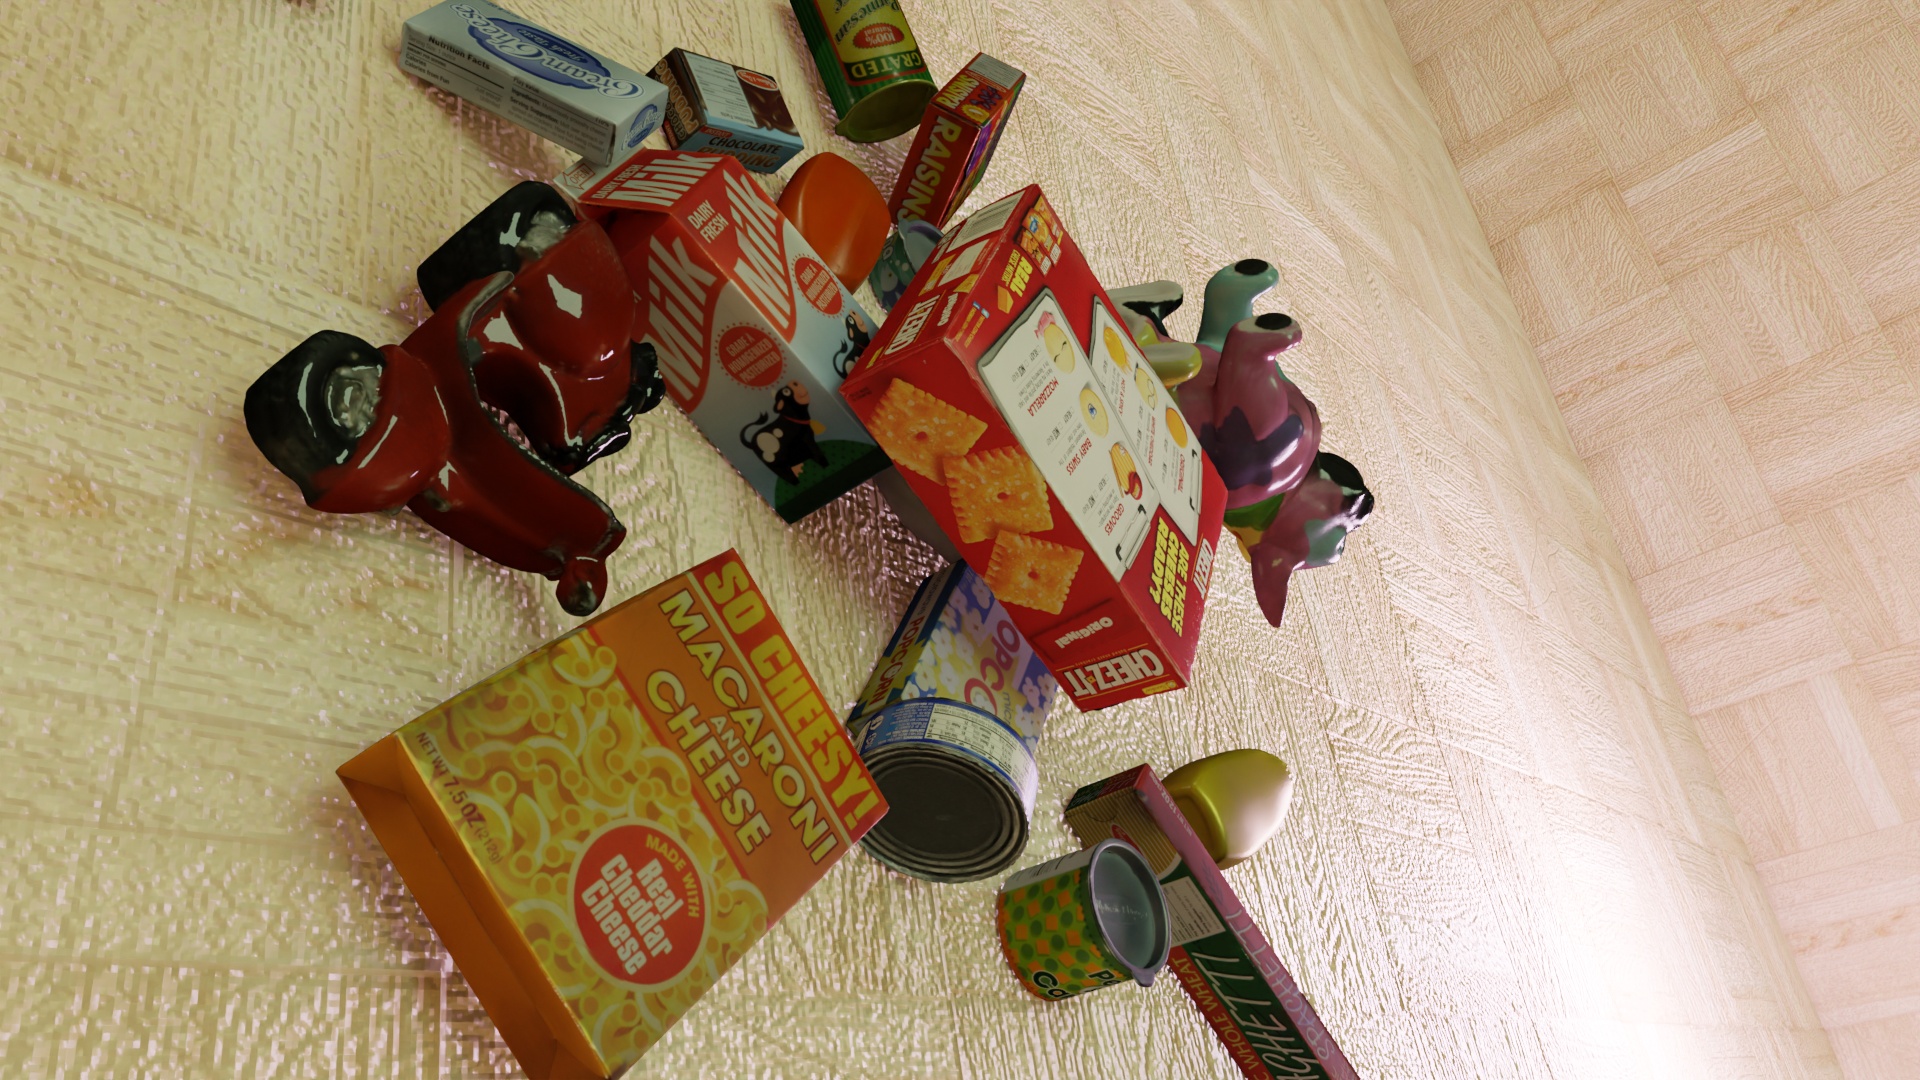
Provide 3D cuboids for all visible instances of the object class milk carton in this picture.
[{"bbox_3d":[-0.107,-0.107,0.654,0.190,0.073,0.073,49,34,-18],"label":"milk carton"}]

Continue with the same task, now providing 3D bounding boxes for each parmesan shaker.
[{"bbox_3d":[-0.065,-0.316,0.889,0.071,0.071,0.103,-6,70,-57],"label":"parmesan shaker"}]

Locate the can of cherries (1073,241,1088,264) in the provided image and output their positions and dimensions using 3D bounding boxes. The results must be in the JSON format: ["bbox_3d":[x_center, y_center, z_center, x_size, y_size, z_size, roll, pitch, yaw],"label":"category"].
[{"bbox_3d":[0.052,-0.175,0.950,0.071,0.058,0.072,35,40,-36],"label":"can of cherries"}]

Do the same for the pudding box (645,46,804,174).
[{"bbox_3d":[-0.129,-0.235,0.765,0.084,0.030,0.050,-9,72,-57],"label":"pudding box"}]

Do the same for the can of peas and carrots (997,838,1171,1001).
[{"bbox_3d":[0.061,0.188,0.677,0.071,0.058,0.071,34,41,-37],"label":"can of peas and carrots"}]

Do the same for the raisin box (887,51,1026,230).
[{"bbox_3d":[-0.002,-0.259,0.909,0.040,0.085,0.124,28,36,-1],"label":"raisin box"}]

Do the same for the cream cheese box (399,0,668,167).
[{"bbox_3d":[-0.189,-0.206,0.620,0.104,0.024,0.054,25,39,-1],"label":"cream cheese box"}]

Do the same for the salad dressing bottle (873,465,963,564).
[{"bbox_3d":[0.003,-0.010,0.762,0.064,0.044,0.147,-41,102,-43],"label":"salad dressing bottle"}]

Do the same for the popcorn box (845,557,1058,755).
[{"bbox_3d":[0.002,0.076,0.698,0.085,0.038,0.127,52,33,-16],"label":"popcorn box"}]

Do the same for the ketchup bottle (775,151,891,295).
[{"bbox_3d":[-0.080,-0.153,0.758,0.064,0.043,0.149,44,36,-24],"label":"ketchup bottle"}]

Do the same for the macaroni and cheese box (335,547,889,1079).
[{"bbox_3d":[-0.109,0.087,0.482,0.123,0.040,0.167,60,33,-3],"label":"macaroni and cheese box"}]

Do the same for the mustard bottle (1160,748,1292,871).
[{"bbox_3d":[0.173,0.162,0.868,0.160,0.048,0.065,-6,70,-57],"label":"mustard bottle"}]

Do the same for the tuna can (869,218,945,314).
[{"bbox_3d":[-0.026,-0.162,0.853,0.071,0.032,0.071,35,40,-36],"label":"tuna can"}]

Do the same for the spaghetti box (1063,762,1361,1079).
[{"bbox_3d":[0.146,0.234,0.771,0.249,0.050,0.029,56,33,-9],"label":"spaghetti box"}]
